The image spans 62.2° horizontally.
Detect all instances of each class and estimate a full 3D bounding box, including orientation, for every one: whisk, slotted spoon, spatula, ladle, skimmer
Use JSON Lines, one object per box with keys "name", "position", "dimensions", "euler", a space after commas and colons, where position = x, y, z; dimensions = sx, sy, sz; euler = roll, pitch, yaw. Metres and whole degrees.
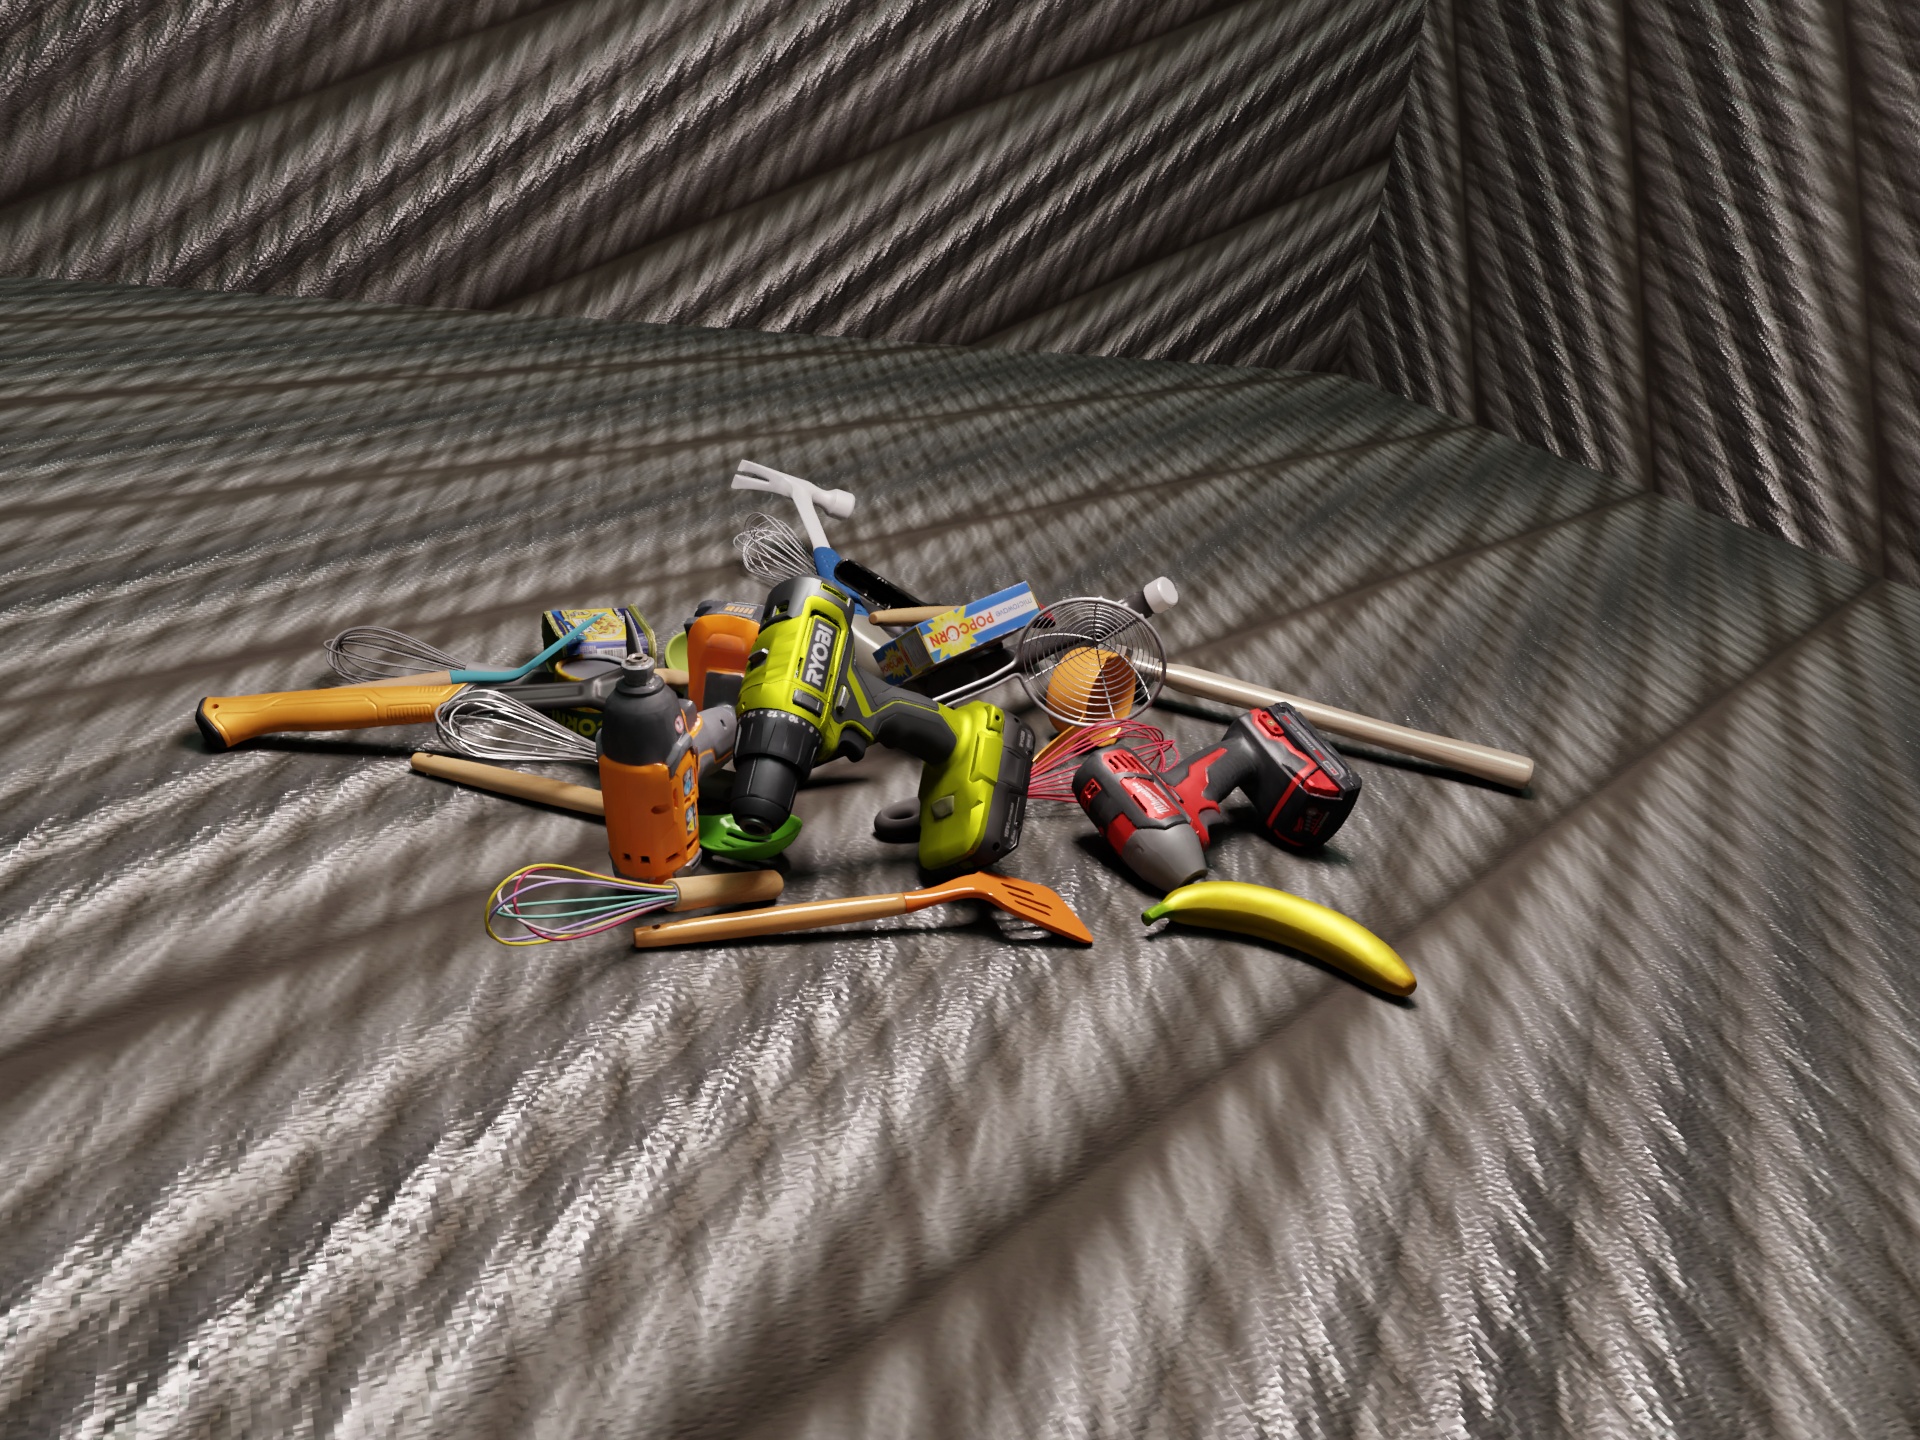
{"name": "whisk", "position": [-0.273, 0.026, 1.199], "dimensions": [0.246, 0.057, 0.059], "euler": [16, 26, -27]}
{"name": "whisk", "position": [0.059, 0.053, 1.306], "dimensions": [0.295, 0.073, 0.073], "euler": [-14, 31, -30]}
{"name": "slotted spoon", "position": [-0.270, 0.062, 1.195], "dimensions": [0.314, 0.031, 0.070], "euler": [12, 22, 11]}
{"name": "whisk", "position": [-0.420, -0.040, 1.357], "dimensions": [0.239, 0.055, 0.055], "euler": [10, 22, -9]}
{"name": "spatula", "position": [-0.063, 0.138, 1.097], "dimensions": [0.322, 0.041, 0.081], "euler": [-5, 25, -21]}
{"name": "ladle", "position": [-0.226, -0.044, 1.300], "dimensions": [0.078, 0.062, 0.320], "euler": [30, 1, -2]}
{"name": "ladle", "position": [0.003, -0.098, 1.493], "dimensions": [0.069, 0.031, 0.315], "euler": [4, 6, 29]}
{"name": "spatula", "position": [-0.444, -0.039, 1.294], "dimensions": [0.317, 0.044, 0.082], "euler": [-12, 5, -21]}
{"name": "whisk", "position": [-0.202, 0.112, 1.026], "dimensions": [0.051, 0.047, 0.244], "euler": [-12, -8, 36]}
{"name": "whisk", "position": [-0.151, -0.150, 1.712], "dimensions": [0.070, 0.070, 0.285], "euler": [-13, 36, -42]}
{"name": "skimmer", "position": [-0.002, -0.004, 1.312], "dimensions": [0.363, 0.127, 0.090], "euler": [-22, 32, -22]}

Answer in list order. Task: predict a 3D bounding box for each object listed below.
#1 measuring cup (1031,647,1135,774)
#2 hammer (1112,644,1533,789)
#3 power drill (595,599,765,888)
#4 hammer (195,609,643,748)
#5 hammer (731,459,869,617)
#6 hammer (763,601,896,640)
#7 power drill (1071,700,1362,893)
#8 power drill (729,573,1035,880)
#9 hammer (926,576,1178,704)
{"name": "measuring cup", "position": [0.092, -0.003, 1.440], "dimensions": [0.052, 0.095, 0.173], "euler": [18, 42, 34]}
{"name": "hammer", "position": [0.343, -0.004, 1.533], "dimensions": [0.411, 0.038, 0.146], "euler": [16, 4, 10]}
{"name": "power drill", "position": [-0.187, -0.005, 1.131], "dimensions": [0.084, 0.164, 0.227], "euler": [7, 29, 13]}
{"name": "hammer", "position": [-0.415, -0.020, 1.242], "dimensions": [0.337, 0.034, 0.127], "euler": [-5, 50, -9]}
{"name": "hammer", "position": [-0.149, -0.179, 1.664], "dimensions": [0.144, 0.035, 0.406], "euler": [16, 22, -22]}
{"name": "hammer", "position": [-0.144, -0.043, 1.443], "dimensions": [0.130, 0.031, 0.331], "euler": [21, 21, -1]}
{"name": "power drill", "position": [0.209, 0.068, 1.279], "dimensions": [0.219, 0.078, 0.143], "euler": [-14, 52, -34]}
{"name": "power drill", "position": [-0.061, 0.025, 1.137], "dimensions": [0.228, 0.080, 0.191], "euler": [30, 55, -30]}
{"name": "hammer", "position": [0.073, -0.066, 1.505], "dimensions": [0.146, 0.035, 0.335], "euler": [-27, -2, 37]}
